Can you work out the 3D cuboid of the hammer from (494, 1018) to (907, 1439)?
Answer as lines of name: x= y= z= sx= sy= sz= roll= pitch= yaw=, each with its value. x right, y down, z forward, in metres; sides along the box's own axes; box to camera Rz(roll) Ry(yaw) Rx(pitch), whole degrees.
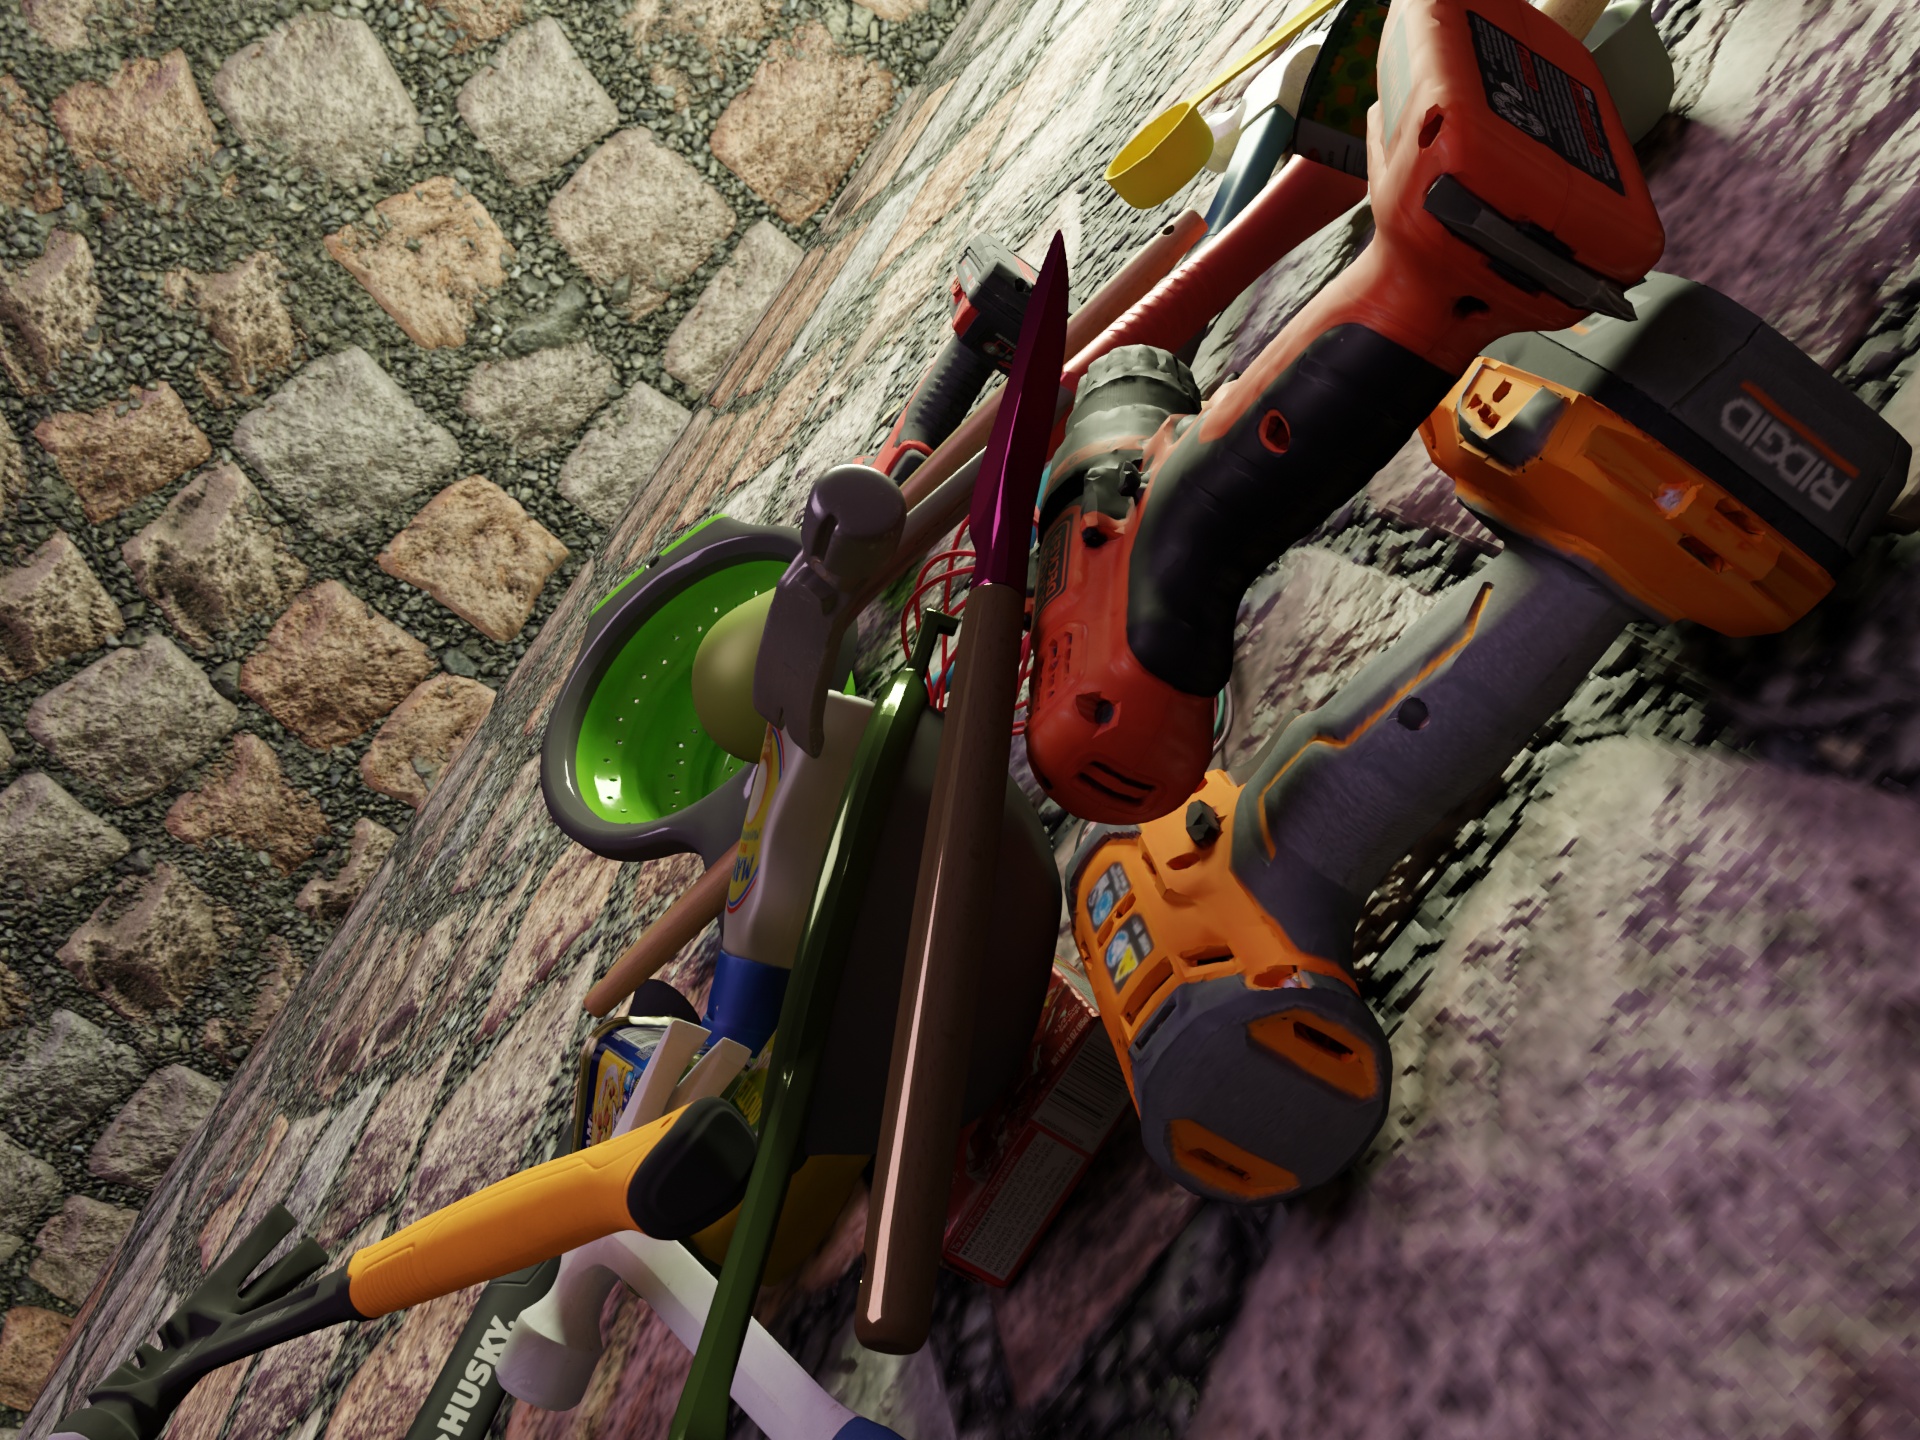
hammer: x=-0.034 y=0.190 z=0.428 sx=0.406 sy=0.035 sz=0.144 roll=6 pitch=70 yaw=60

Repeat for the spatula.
spatula: x=-0.056 y=0.010 z=0.709 sx=0.317 sy=0.044 sz=0.082 roll=-44 pitch=5 yaw=-4

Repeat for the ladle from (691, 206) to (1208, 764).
ladle: x=-0.005 y=-0.103 z=0.718 sx=0.320 sy=0.062 sz=0.078 roll=-43 pitch=43 yaw=9

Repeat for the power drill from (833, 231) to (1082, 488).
power drill: x=-0.016 y=-0.178 z=0.976 sx=0.219 sy=0.078 sz=0.143 roll=-52 pitch=20 yaw=20

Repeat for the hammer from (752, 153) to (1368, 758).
hammer: x=0.053 y=-0.131 z=0.631 sx=0.359 sy=0.037 sz=0.149 roll=-44 pitch=-11 yaw=-30

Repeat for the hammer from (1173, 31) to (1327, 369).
hammer: x=0.115 y=-0.214 z=0.767 sx=0.128 sy=0.033 sz=0.331 roll=-26 pitch=34 yaw=55

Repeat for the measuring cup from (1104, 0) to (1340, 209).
measuring cup: x=0.142 y=-0.313 z=0.798 sx=0.156 sy=0.029 sz=0.062 roll=-33 pitch=25 yaw=23

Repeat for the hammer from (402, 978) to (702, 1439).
hammer: x=-0.192 y=0.238 z=0.693 sx=0.035 sy=0.146 sz=0.335 roll=-58 pitch=7 yaw=37

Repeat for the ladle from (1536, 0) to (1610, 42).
ladle: x=0.208 y=-0.243 z=0.518 sx=0.069 sy=0.031 sz=0.315 roll=-15 pitch=29 yaw=49

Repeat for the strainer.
strainer: x=-0.014 y=0.094 z=0.423 sx=0.257 sy=0.069 sz=0.151 roll=-76 pitch=-1 yaw=-55

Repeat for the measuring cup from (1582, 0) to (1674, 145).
measuring cup: x=0.219 y=-0.229 z=0.574 sx=0.083 sy=0.038 sz=0.168 roll=-25 pitch=18 yaw=36

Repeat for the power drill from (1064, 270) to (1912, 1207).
power drill: x=0.108 y=-0.006 z=0.417 sx=0.226 sy=0.084 sz=0.164 roll=-55 pitch=18 yaw=14

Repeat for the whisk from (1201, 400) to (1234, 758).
whisk: x=0.083 y=-0.055 z=0.602 sx=0.051 sy=0.047 sz=0.245 roll=-41 pitch=21 yaw=39

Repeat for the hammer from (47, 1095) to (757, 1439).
hammer: x=-0.192 y=0.190 z=0.563 sx=0.337 sy=0.034 sz=0.127 roll=-28 pitch=14 yaw=32

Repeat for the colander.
colander: x=-0.099 y=0.052 z=0.809 sx=0.204 sy=0.094 sz=0.398 roll=-36 pitch=42 yaw=10

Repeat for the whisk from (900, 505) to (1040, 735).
whisk: x=-0.001 y=-0.002 z=0.609 sx=0.295 sy=0.073 sz=0.073 roll=122 pitch=173 yaw=-66

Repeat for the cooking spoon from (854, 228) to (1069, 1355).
cooking spoon: x=0.006 y=-0.009 z=0.392 sx=0.068 sy=0.017 sz=0.319 roll=115 pitch=167 yaw=-53
